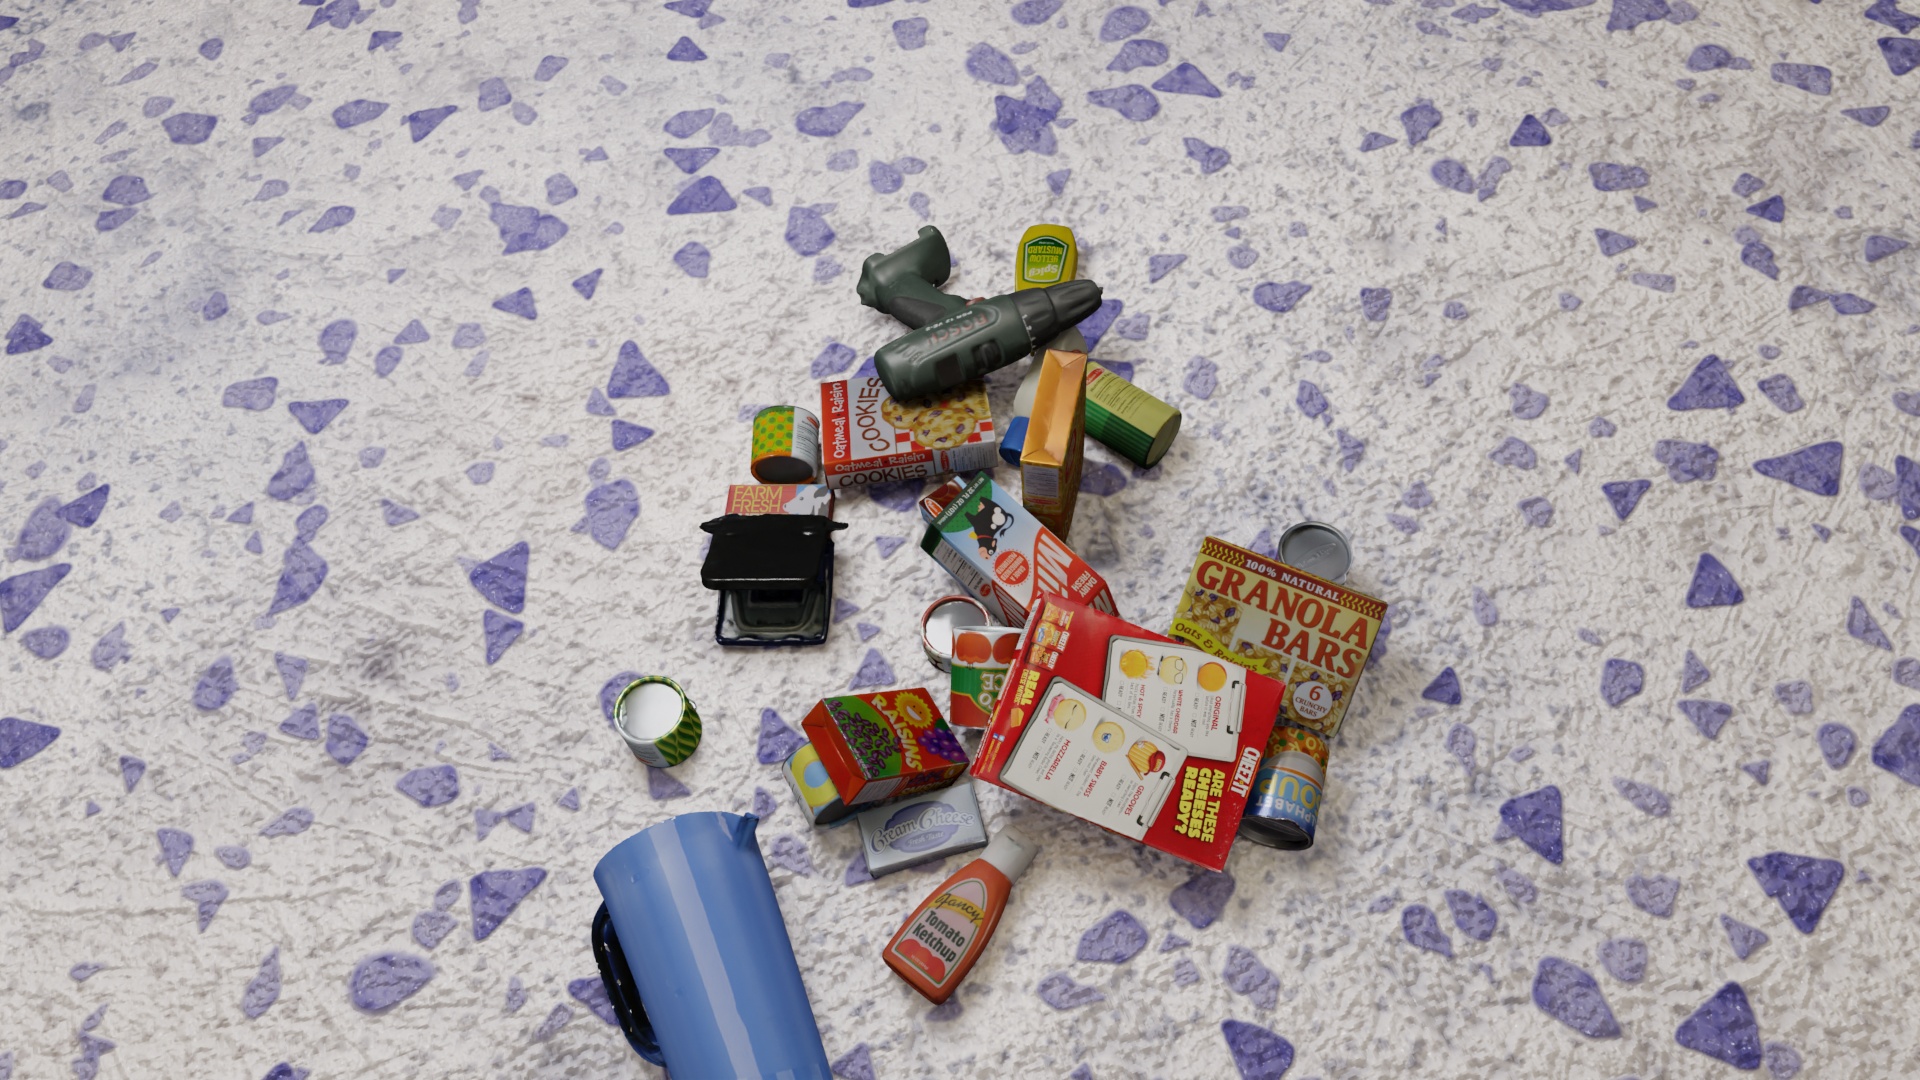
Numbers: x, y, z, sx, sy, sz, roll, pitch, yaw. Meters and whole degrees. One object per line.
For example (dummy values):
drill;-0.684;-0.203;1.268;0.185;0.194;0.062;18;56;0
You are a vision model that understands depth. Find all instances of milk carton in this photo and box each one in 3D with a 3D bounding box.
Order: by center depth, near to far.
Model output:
milk carton;0.060;0.034;1.250;0.190;0.073;0.072;43;70;5

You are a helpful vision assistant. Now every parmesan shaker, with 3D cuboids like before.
parmesan shaker;0.154;-0.120;1.354;0.103;0.071;0.071;34;68;21

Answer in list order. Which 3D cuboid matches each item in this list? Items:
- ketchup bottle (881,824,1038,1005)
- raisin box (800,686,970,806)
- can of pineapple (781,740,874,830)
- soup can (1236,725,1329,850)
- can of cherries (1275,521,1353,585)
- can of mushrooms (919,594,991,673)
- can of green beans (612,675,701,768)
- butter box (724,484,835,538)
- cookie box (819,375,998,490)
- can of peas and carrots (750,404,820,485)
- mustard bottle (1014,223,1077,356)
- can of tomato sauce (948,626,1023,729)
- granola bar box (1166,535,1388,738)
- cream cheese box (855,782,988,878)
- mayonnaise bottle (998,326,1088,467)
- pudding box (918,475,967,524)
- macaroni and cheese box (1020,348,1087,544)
ketchup bottle;0.005;0.299;1.130;0.065;0.043;0.149;34;67;19
raisin box;-0.062;0.172;1.173;0.123;0.040;0.086;0;47;-47
can of pineapple;-0.109;0.204;1.182;0.071;0.070;0.058;-27;62;-11
soup can;0.267;0.204;1.150;0.071;0.071;0.084;13;61;12
can of cherries;0.318;0.027;1.258;0.071;0.058;0.072;-2;59;3
can of mushrooms;-0.004;0.083;1.265;0.071;0.033;0.071;-2;60;4
can of green beans;-0.267;0.160;1.226;0.071;0.057;0.071;-2;59;3
butter box;-0.176;-0.028;1.349;0.103;0.024;0.053;0;59;4
cookie box;-0.053;-0.113;1.368;0.167;0.040;0.123;-8;45;0
can of peas and carrots;-0.174;-0.090;1.364;0.071;0.070;0.059;-3;60;3
mustard bottle;0.087;-0.259;1.451;0.065;0.048;0.161;2;59;9
can of tomato sauce;0.025;0.118;1.202;0.071;0.071;0.083;2;91;6
granola bar box;0.270;0.082;1.207;0.166;0.039;0.124;22;95;16
cream cheese box;-0.033;0.245;1.176;0.104;0.024;0.053;-15;59;-4
mayonnaise bottle;0.082;-0.142;1.377;0.041;0.064;0.148;13;65;26
pudding box;0.005;-0.017;1.325;0.050;0.030;0.084;-36;63;-14
macaroni and cheese box;0.087;-0.076;1.275;0.040;0.165;0.124;9;61;10
